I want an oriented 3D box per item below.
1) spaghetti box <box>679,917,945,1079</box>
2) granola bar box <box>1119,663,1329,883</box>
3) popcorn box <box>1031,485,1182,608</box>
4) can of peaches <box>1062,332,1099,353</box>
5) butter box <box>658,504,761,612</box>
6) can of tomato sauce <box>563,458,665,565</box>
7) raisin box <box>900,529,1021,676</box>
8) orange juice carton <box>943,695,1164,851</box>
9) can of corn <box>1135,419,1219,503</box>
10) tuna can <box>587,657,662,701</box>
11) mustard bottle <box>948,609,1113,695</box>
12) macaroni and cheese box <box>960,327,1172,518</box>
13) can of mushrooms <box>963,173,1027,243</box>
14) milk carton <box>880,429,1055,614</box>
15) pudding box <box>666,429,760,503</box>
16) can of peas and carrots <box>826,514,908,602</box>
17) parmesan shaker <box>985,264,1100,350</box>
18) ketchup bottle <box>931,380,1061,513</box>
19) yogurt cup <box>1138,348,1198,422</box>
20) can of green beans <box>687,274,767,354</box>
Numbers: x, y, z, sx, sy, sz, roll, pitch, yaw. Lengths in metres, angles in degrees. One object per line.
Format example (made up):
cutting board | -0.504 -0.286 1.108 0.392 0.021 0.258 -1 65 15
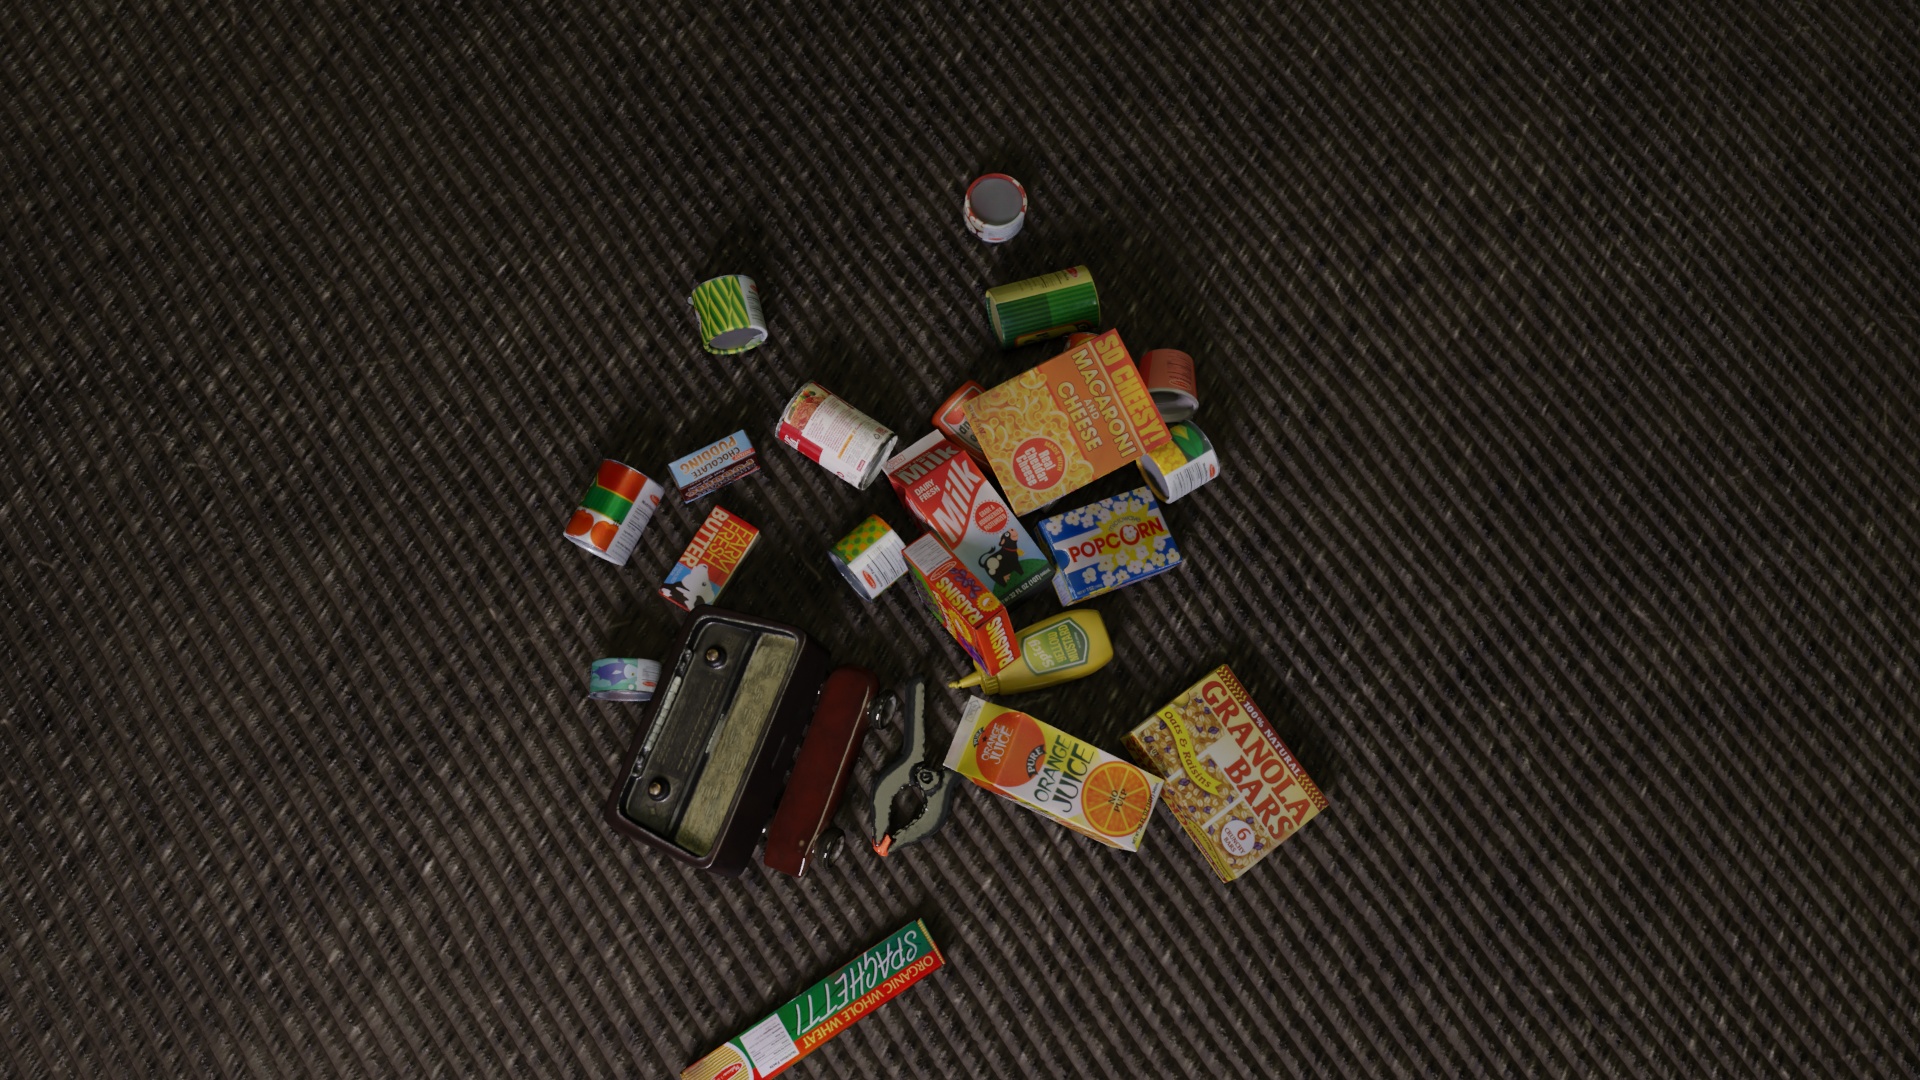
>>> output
spaghetti box | -0.130 0.429 1.253 0.250 0.028 0.050 -31 79 -11
granola bar box | 0.250 0.218 1.316 0.124 0.039 0.165 -32 79 -22
popcorn box | 0.144 0.005 1.364 0.127 0.038 0.085 -18 78 -20
can of peaches | 0.128 -0.170 1.406 0.071 0.071 0.058 19 76 1
butter box | -0.243 0.022 1.354 0.053 0.024 0.104 30 76 4
can of tomato sauce | -0.336 -0.028 1.340 0.071 0.071 0.083 25 76 3
raisin box | 0.000 0.059 1.305 0.040 0.085 0.124 -35 53 -13
orange juice carton | 0.082 0.214 1.282 0.193 0.073 0.072 26 76 -9
can of corn | 0.215 -0.080 1.389 0.058 0.071 0.071 -30 79 -10
tuna can | -0.315 0.131 1.301 0.071 0.071 0.033 0 75 -3
mustard bottle | 0.065 0.116 1.336 0.160 0.048 0.065 -19 76 -8
macaroni and cheese box | 0.102 -0.113 1.346 0.166 0.040 0.123 -27 87 1
can of mushrooms | 0.036 -0.353 1.464 0.071 0.033 0.071 1 76 -3
milk carton | 0.005 -0.017 1.355 0.072 0.073 0.191 -34 80 -12
pudding box | -0.242 -0.073 1.366 0.084 0.049 0.030 -26 77 -10
can of peas and carrots | -0.087 0.016 1.346 0.059 0.070 0.071 -40 81 -12
parmesan shaker | 0.083 -0.238 1.423 0.103 0.071 0.071 -15 77 -6
ketchup bottle | 0.043 -0.090 1.392 0.149 0.043 0.065 44 80 7
yogurt cup | 0.208 -0.159 1.410 0.072 0.072 0.054 7 67 -2
can of green beans | -0.232 -0.226 1.398 0.071 0.071 0.058 -14 78 -7
